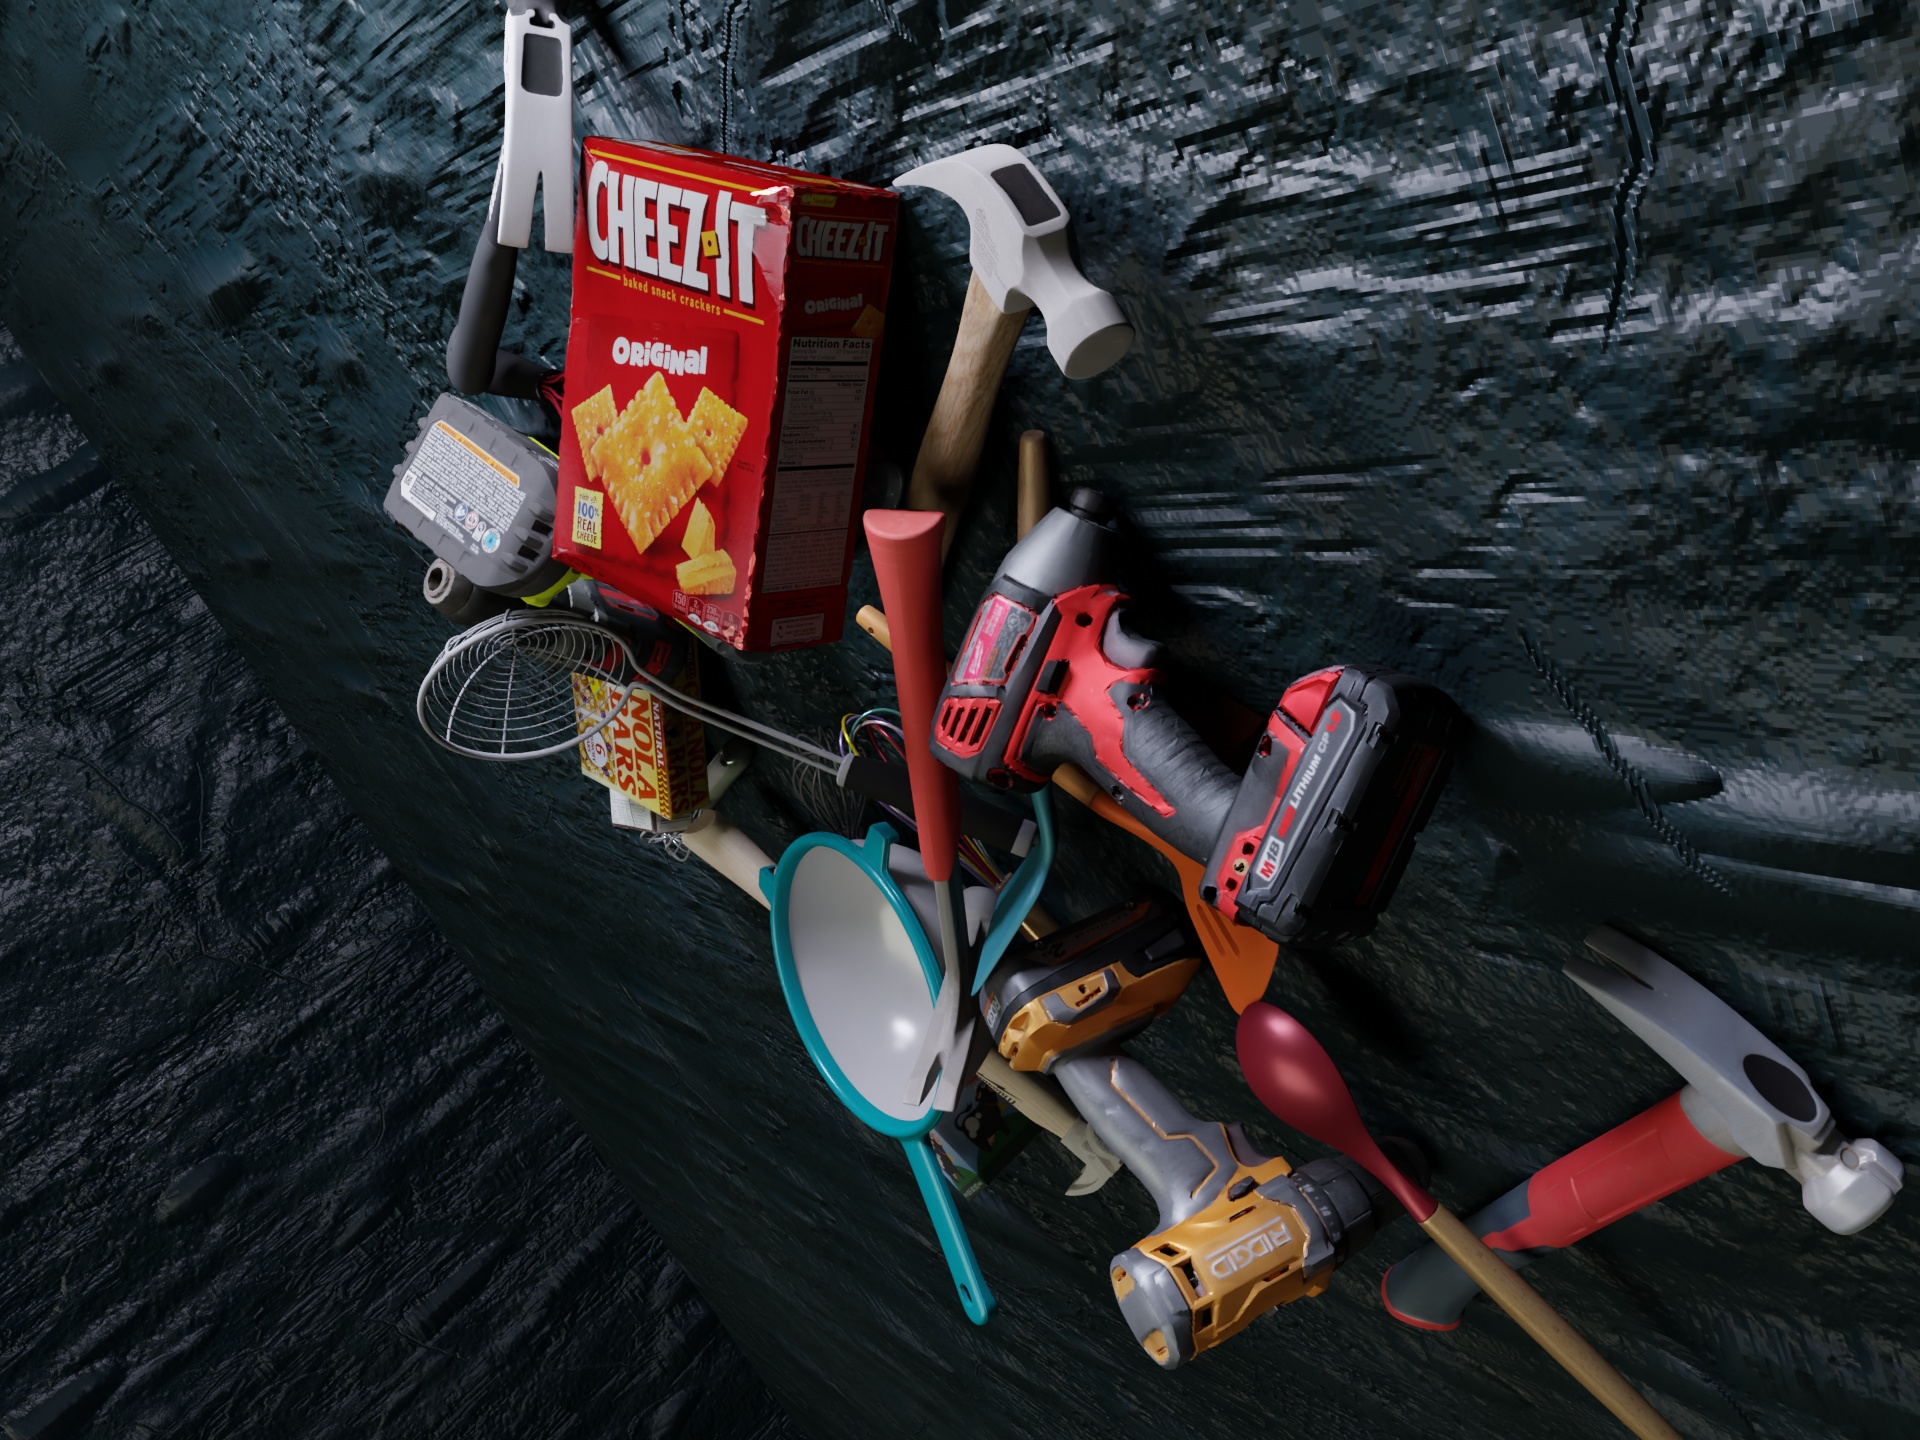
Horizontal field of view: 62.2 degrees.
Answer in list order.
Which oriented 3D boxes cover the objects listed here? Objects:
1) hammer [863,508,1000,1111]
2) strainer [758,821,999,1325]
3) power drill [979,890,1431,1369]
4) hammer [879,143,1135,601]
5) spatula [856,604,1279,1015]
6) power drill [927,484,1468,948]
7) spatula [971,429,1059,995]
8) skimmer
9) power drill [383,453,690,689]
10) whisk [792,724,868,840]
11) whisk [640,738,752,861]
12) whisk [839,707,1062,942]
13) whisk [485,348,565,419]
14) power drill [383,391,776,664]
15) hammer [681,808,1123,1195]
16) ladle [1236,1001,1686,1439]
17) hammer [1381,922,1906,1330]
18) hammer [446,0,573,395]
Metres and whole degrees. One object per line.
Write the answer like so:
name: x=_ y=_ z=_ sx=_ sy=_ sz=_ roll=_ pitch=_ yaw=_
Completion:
hammer: x=-0.015 y=0.045 z=0.828 sx=0.037 sy=0.149 sz=0.358 roll=6 pitch=134 yaw=12
strainer: x=-0.014 y=0.225 z=1.071 sx=0.211 sy=0.095 sz=0.340 roll=-25 pitch=84 yaw=56
power drill: x=0.133 y=0.209 z=0.873 sx=0.226 sy=0.185 sz=0.084 roll=60 pitch=158 yaw=25
hammer: x=-0.004 y=-0.132 z=0.735 sx=0.130 sy=0.031 sz=0.331 roll=62 pitch=161 yaw=16
spatula: x=0.052 y=0.032 z=0.873 sx=0.323 sy=0.041 sz=0.081 roll=38 pitch=146 yaw=24
power drill: x=0.091 y=-0.007 z=0.680 sx=0.220 sy=0.143 sz=0.078 roll=29 pitch=-169 yaw=36
spatula: x=0.029 y=0.002 z=0.812 sx=0.044 sy=0.082 sz=0.317 roll=5 pitch=123 yaw=11
skimmer: x=-0.134 y=0.028 z=0.944 sx=0.363 sy=0.090 sz=0.127 roll=21 pitch=137 yaw=1
power drill: x=-0.301 y=-0.110 z=1.056 sx=0.187 sy=0.080 sz=0.227 roll=18 pitch=-159 yaw=-52
whisk: x=-0.083 y=0.080 z=1.131 sx=0.055 sy=0.055 sz=0.238 roll=36 pitch=154 yaw=26
whisk: x=-0.215 y=0.064 z=1.312 sx=0.246 sy=0.059 sz=0.058 roll=-42 pitch=61 yaw=59
whisk: x=0.011 y=0.085 z=1.010 sx=0.245 sy=0.051 sz=0.047 roll=48 pitch=174 yaw=-4
whisk: x=-0.251 y=-0.209 z=1.009 sx=0.296 sy=0.073 sz=0.073 roll=25 pitch=144 yaw=49
power drill: x=-0.225 y=-0.117 z=0.960 sx=0.191 sy=0.080 sz=0.228 roll=36 pitch=-171 yaw=28
hammer: x=-0.047 y=0.208 z=1.202 sx=0.411 sy=0.038 sz=0.146 roll=37 pitch=152 yaw=12
ladle: x=0.251 y=0.262 z=0.790 sx=0.315 sy=0.031 sz=0.069 roll=44 pitch=151 yaw=4
hammer: x=0.279 y=0.229 z=0.782 sx=0.143 sy=0.038 sz=0.386 roll=43 pitch=152 yaw=16
hammer: x=-0.258 y=-0.263 z=0.892 sx=0.335 sy=0.035 sz=0.146 roll=148 pitch=120 yaw=-63
